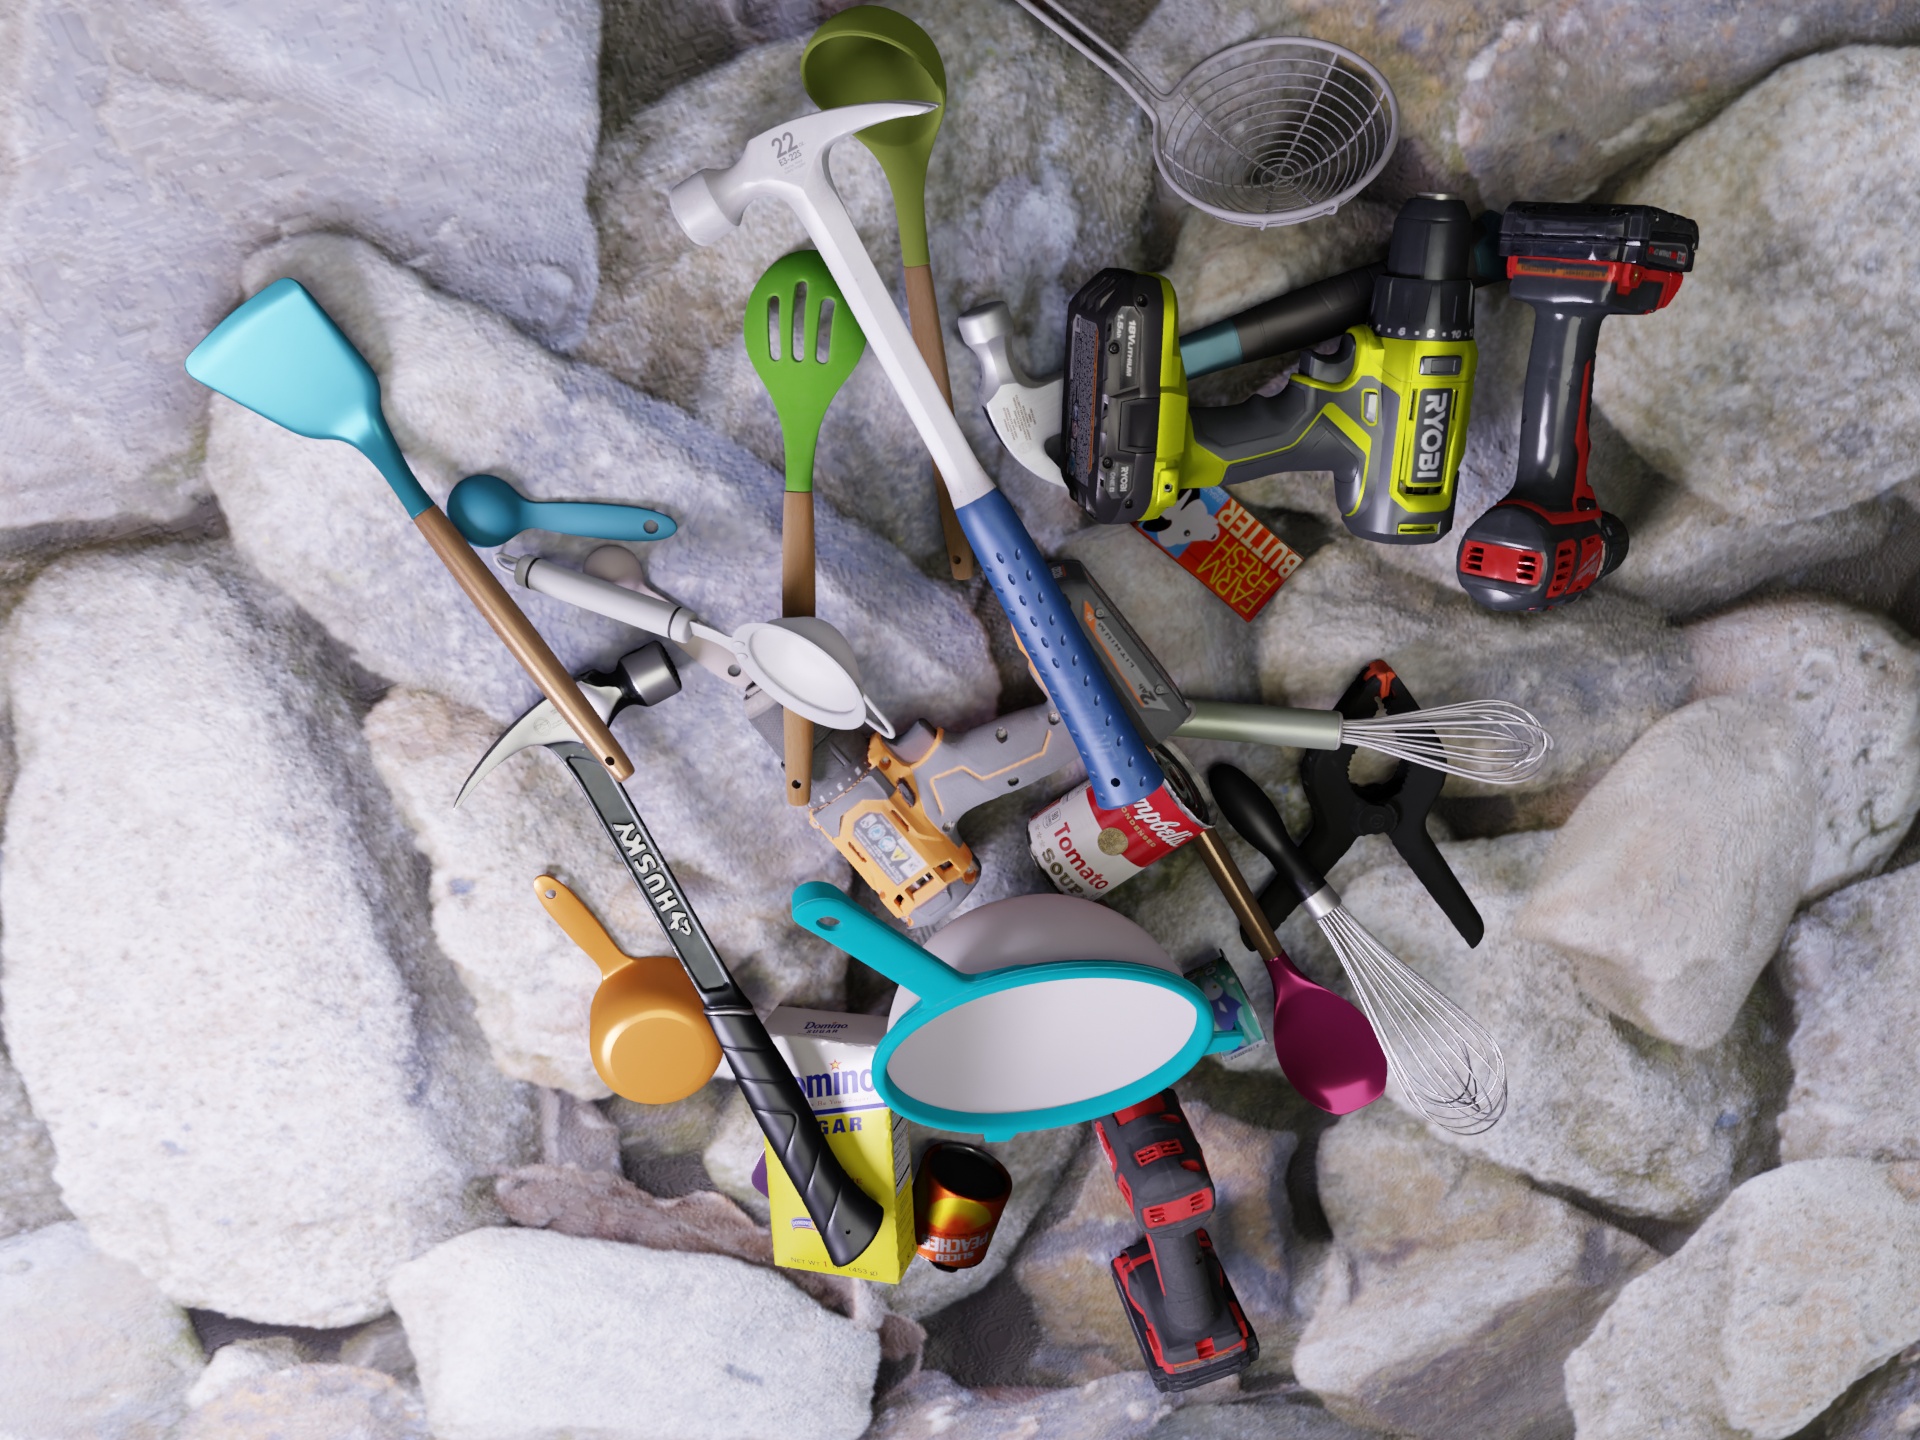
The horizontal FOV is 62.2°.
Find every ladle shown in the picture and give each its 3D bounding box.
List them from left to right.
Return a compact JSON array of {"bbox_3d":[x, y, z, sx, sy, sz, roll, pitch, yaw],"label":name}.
[{"bbox_3d":[-0.026,-0.222,0.877,0.078,0.062,0.320,6,120,27],"label":"ladle"}]

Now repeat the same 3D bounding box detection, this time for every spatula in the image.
[{"bbox_3d":[-0.283,-0.089,0.870,0.082,0.044,0.317,-33,103,15],"label":"spatula"},{"bbox_3d":[-0.020,0.225,1.079,0.316,0.018,0.059,-41,111,8],"label":"spatula"}]

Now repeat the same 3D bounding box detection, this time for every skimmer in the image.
[{"bbox_3d":[0.060,-0.378,0.810,0.363,0.090,0.127,31,71,-18],"label":"skimmer"}]

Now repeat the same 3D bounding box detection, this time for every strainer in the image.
[{"bbox_3d":[-0.146,-0.053,0.885,0.258,0.050,0.086,19,150,10],"label":"strainer"},{"bbox_3d":[0.009,0.141,0.946,0.211,0.095,0.340,-28,138,22],"label":"strainer"}]

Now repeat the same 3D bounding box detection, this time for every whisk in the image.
[{"bbox_3d":[0.245,0.007,0.998,0.246,0.058,0.059,5,153,7],"label":"whisk"},{"bbox_3d":[0.253,0.142,1.021,0.070,0.070,0.285,-38,83,6],"label":"whisk"}]

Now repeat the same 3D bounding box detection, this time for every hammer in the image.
[{"bbox_3d":[-0.155,0.163,0.970,0.149,0.036,0.408,-27,103,-6],"label":"hammer"},{"bbox_3d":[0.008,-0.131,0.849,0.144,0.035,0.405,-24,107,20],"label":"hammer"},{"bbox_3d":[0.172,-0.226,0.923,0.331,0.033,0.128,-19,113,-2],"label":"hammer"}]

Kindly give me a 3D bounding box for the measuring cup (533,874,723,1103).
[{"bbox_3d":[-0.214,0.170,1.000,0.095,0.052,0.173,-32,116,3],"label":"measuring cup"}]

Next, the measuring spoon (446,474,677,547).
[{"bbox_3d":[-0.226,-0.113,0.900,0.128,0.021,0.042,4,111,-10],"label":"measuring spoon"}]

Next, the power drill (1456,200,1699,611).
[{"bbox_3d":[0.362,-0.178,0.928,0.188,0.080,0.226,-13,113,-50],"label":"power drill"}]

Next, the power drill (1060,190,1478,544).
[{"bbox_3d":[0.177,-0.193,0.879,0.228,0.080,0.190,-3,111,-12],"label":"power drill"}]

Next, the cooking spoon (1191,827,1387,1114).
[{"bbox_3d":[0.196,0.134,1.056,0.069,0.017,0.318,-29,105,9],"label":"cooking spoon"}]

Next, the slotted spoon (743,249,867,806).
[{"bbox_3d":[-0.089,-0.103,0.896,0.070,0.031,0.313,3,103,7],"label":"slotted spoon"}]

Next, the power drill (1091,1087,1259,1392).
[{"bbox_3d":[0.138,0.341,1.096,0.078,0.143,0.219,-17,121,-5],"label":"power drill"}]

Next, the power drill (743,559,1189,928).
[{"bbox_3d":[-0.002,-0.003,0.958,0.226,0.084,0.185,-37,105,11],"label":"power drill"}]

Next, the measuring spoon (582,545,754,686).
[{"bbox_3d":[-0.169,-0.056,0.936,0.124,0.018,0.034,39,100,-23],"label":"measuring spoon"}]
